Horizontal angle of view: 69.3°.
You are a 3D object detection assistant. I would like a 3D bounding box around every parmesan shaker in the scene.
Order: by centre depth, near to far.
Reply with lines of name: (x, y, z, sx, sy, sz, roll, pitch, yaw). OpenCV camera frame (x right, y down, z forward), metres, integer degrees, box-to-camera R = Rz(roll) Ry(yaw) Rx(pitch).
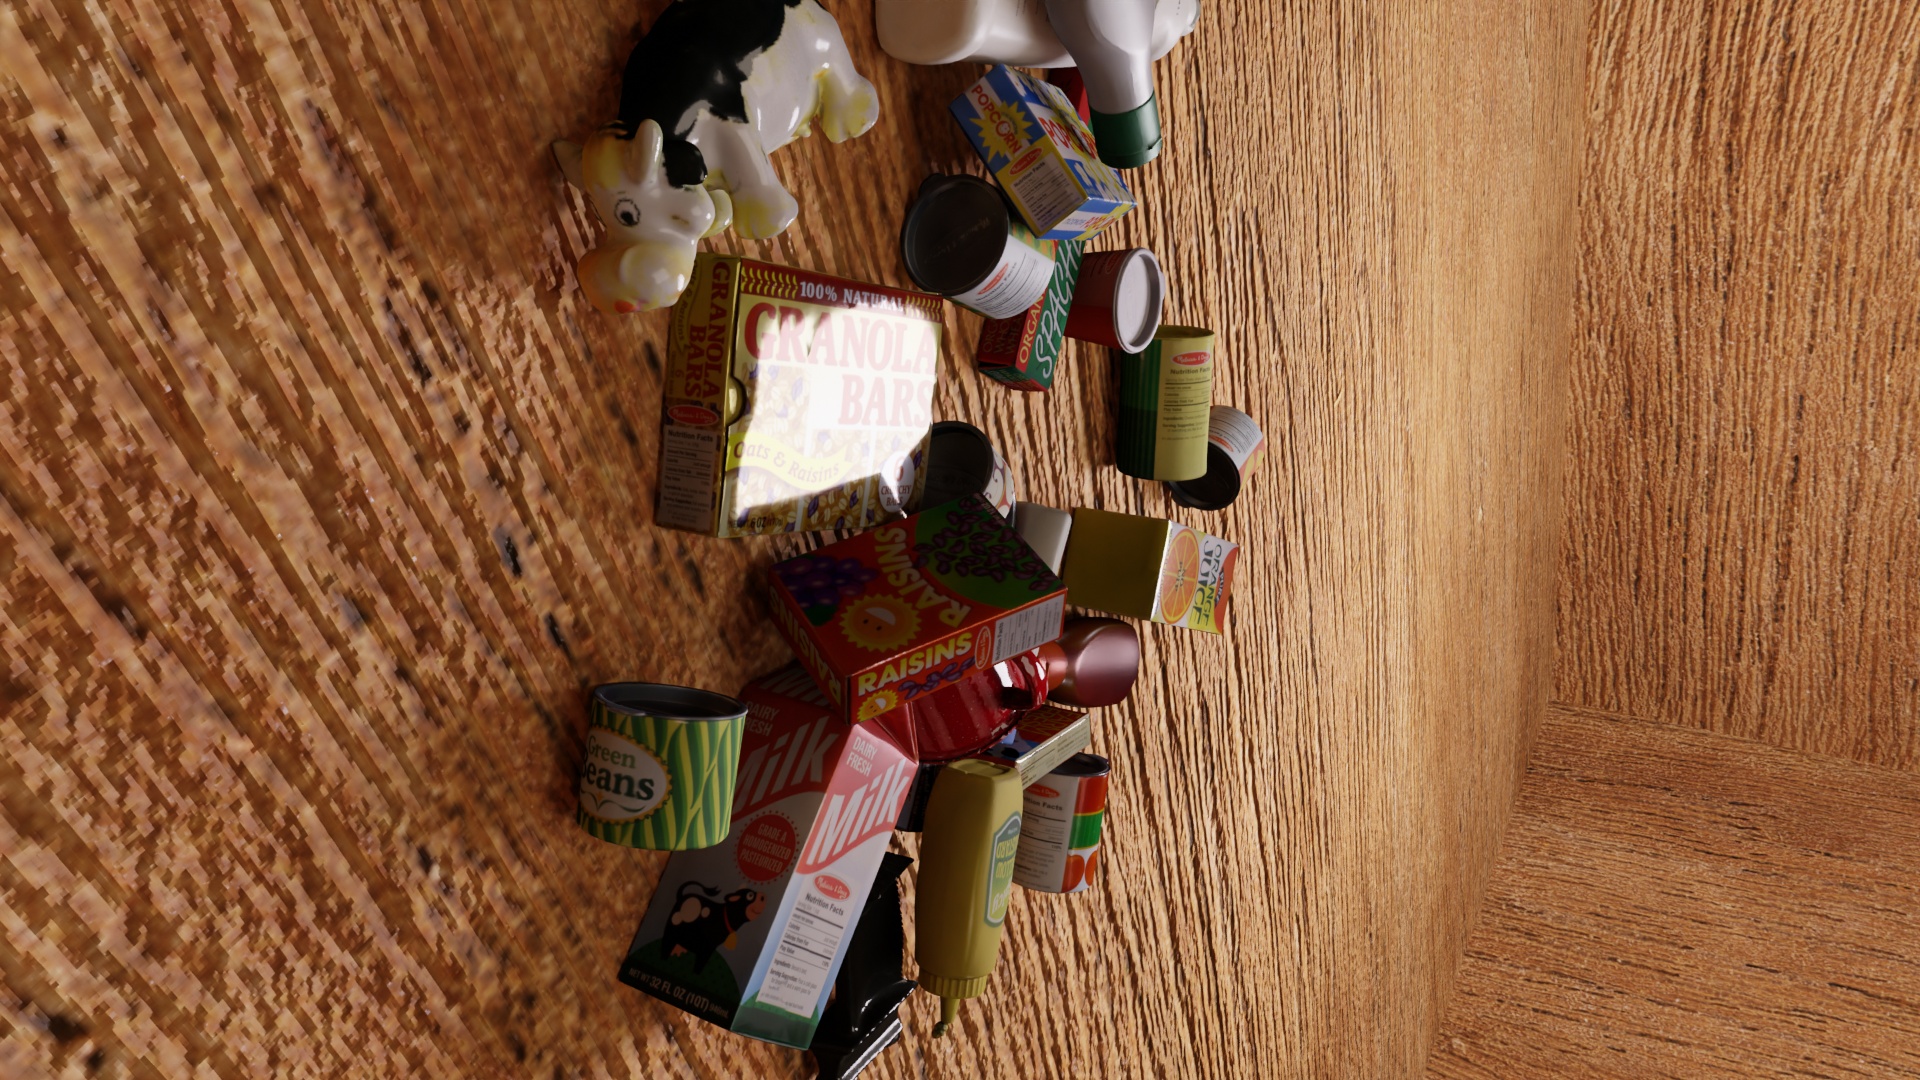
parmesan shaker: (0.144, -0.100, 0.999, 0.071, 0.071, 0.102, -24, 119, -54)

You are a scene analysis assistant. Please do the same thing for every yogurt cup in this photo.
yogurt cup: (0.094, -0.158, 0.907, 0.073, 0.054, 0.072, -24, 119, -54)

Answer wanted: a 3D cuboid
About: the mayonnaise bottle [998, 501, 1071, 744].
mayonnaise bottle: (0.032, 0.051, 0.865, 0.064, 0.041, 0.148, 172, -69, -82)

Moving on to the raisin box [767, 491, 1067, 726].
raisin box: (-0.022, 0.031, 0.688, 0.124, 0.086, 0.039, -20, 138, -25)

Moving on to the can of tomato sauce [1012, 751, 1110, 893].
can of tomato sauce: (0.065, 0.190, 0.950, 0.071, 0.071, 0.083, -3, 102, -59)

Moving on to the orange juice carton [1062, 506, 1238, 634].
orange juice carton: (0.151, 0.026, 1.038, 0.193, 0.073, 0.072, 14, 87, -60)

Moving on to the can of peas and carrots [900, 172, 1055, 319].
can of peas and carrots: (0.009, -0.161, 0.758, 0.059, 0.071, 0.071, 11, 90, -60)

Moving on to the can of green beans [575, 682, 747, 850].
can of green beans: (-0.130, 0.097, 0.601, 0.071, 0.071, 0.057, 4, 96, -59)

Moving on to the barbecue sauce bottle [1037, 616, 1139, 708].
barbecue sauce bottle: (0.074, 0.085, 0.957, 0.149, 0.043, 0.065, 5, 94, -59)

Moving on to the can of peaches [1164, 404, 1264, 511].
can of peaches: (0.199, -0.065, 1.101, 0.058, 0.071, 0.071, -47, 136, -43)

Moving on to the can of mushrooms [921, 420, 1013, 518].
can of mushrooms: (-0.007, -0.028, 0.767, 0.033, 0.071, 0.071, 47, 59, -55)

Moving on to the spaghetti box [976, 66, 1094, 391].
spaghetti box: (0.061, -0.216, 0.861, 0.050, 0.028, 0.250, 25, 77, -57)

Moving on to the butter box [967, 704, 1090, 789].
butter box: (0.039, 0.133, 0.905, 0.104, 0.053, 0.024, -20, 113, -56)

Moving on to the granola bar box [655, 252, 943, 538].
granola bar box: (-0.072, -0.067, 0.674, 0.166, 0.039, 0.124, -5, 103, -59)

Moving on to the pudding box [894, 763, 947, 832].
pudding box: (-0.022, 0.130, 0.824, 0.049, 0.030, 0.084, 24, 79, -60)

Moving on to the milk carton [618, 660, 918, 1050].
milk carton: (-0.083, 0.141, 0.686, 0.073, 0.072, 0.191, 47, 60, -53)

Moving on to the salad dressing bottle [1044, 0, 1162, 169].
salad dressing bottle: (0.077, -0.261, 0.718, 0.064, 0.044, 0.147, -50, 145, -23)

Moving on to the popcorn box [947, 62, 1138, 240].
popcorn box: (0.048, -0.210, 0.765, 0.085, 0.038, 0.127, 56, 22, 1)

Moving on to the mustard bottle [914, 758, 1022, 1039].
mustard bottle: (0.002, 0.209, 0.802, 0.065, 0.049, 0.160, 3, 95, -68)

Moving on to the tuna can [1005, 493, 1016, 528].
tuna can: (0.003, -0.010, 0.821, 0.071, 0.033, 0.071, -24, 119, -54)
